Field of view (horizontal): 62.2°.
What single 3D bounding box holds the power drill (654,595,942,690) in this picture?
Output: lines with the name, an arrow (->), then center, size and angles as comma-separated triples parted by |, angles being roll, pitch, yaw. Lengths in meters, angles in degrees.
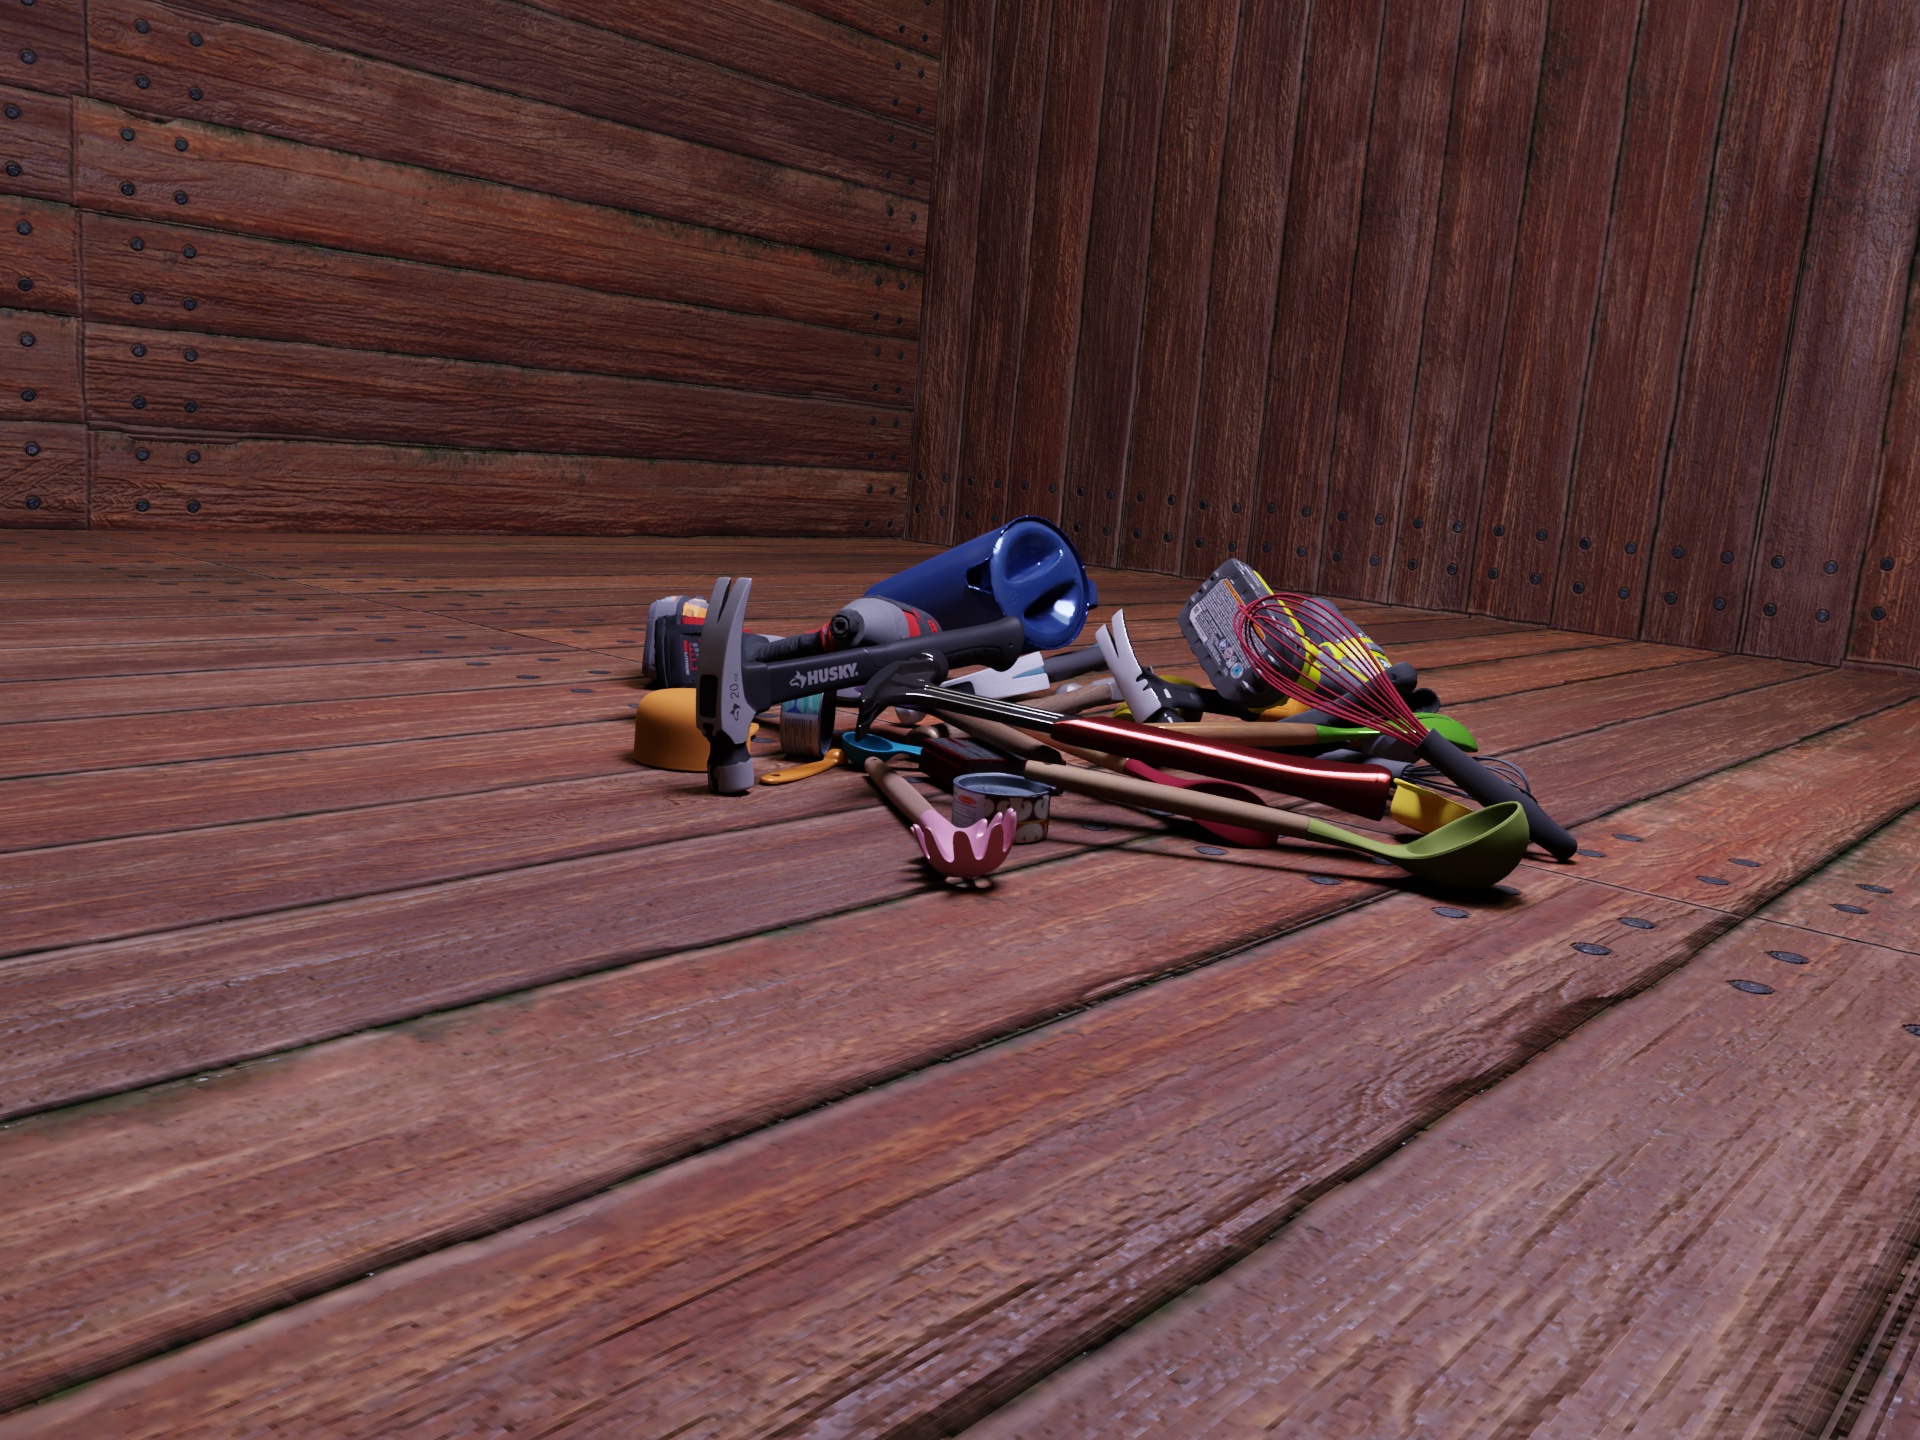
power drill -> -0.137, -0.058, 1.319 | 0.220, 0.078, 0.143 | -8, -6, 23

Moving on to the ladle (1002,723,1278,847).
ladle -> 0.109, 0.028, 1.187 | 0.069, 0.031, 0.316 | -5, 19, -41

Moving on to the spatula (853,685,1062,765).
spatula -> -0.002, -0.004, 1.252 | 0.059, 0.018, 0.316 | -14, 17, -23

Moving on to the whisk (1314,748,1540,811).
whisk -> 0.354, 0.046, 1.268 | 0.055, 0.055, 0.239 | -2, 8, -36

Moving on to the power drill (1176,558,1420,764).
power drill -> 0.299, -0.059, 1.390 | 0.228, 0.080, 0.191 | 18, 35, -39

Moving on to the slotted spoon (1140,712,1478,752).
slotted spoon -> 0.242, 0.010, 1.194 | 0.313, 0.031, 0.070 | 0, 2, -12

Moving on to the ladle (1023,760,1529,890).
ladle -> 0.199, 0.052, 1.025 | 0.320, 0.062, 0.078 | 12, 8, 10

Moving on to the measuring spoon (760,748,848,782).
measuring spoon -> -0.117, 0.033, 1.191 | 0.021, 0.011, 0.117 | 9, 11, 23

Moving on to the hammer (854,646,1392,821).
hammer -> 0.112, 0.015, 1.093 | 0.359, 0.036, 0.149 | 13, 20, 12

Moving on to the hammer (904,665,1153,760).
hammer -> 0.065, -0.007, 1.393 | 0.130, 0.031, 0.331 | -12, 2, 36

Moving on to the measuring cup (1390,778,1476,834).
measuring cup -> 0.314, 0.061, 1.090 | 0.062, 0.029, 0.156 | 23, 3, 27

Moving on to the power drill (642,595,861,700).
power drill -> -0.187, -0.070, 1.573 | 0.226, 0.084, 0.185 | 8, 7, -3

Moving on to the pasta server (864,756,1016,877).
pasta server -> -0.027, 0.053, 1.051 | 0.060, 0.040, 0.316 | -9, 12, -13

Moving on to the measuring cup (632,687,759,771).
measuring cup -> -0.191, -0.002, 1.239 | 0.095, 0.052, 0.173 | 7, 12, 13

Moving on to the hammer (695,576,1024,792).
hammer -> -0.065, -0.048, 1.209 | 0.035, 0.146, 0.334 | 6, 13, 41

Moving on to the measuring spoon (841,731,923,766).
measuring spoon -> -0.032, 0.034, 1.239 | 0.128, 0.021, 0.042 | 12, 15, -14

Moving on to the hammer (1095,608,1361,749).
hammer -> 0.256, -0.017, 1.397 | 0.336, 0.034, 0.127 | 8, 48, -43

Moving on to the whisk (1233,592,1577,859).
whisk -> 0.319, 0.002, 1.149 | 0.296, 0.073, 0.073 | 39, 21, 15

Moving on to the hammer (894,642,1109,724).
hammer -> 0.073, -0.045, 1.526 | 0.128, 0.033, 0.331 | -15, 0, 30
